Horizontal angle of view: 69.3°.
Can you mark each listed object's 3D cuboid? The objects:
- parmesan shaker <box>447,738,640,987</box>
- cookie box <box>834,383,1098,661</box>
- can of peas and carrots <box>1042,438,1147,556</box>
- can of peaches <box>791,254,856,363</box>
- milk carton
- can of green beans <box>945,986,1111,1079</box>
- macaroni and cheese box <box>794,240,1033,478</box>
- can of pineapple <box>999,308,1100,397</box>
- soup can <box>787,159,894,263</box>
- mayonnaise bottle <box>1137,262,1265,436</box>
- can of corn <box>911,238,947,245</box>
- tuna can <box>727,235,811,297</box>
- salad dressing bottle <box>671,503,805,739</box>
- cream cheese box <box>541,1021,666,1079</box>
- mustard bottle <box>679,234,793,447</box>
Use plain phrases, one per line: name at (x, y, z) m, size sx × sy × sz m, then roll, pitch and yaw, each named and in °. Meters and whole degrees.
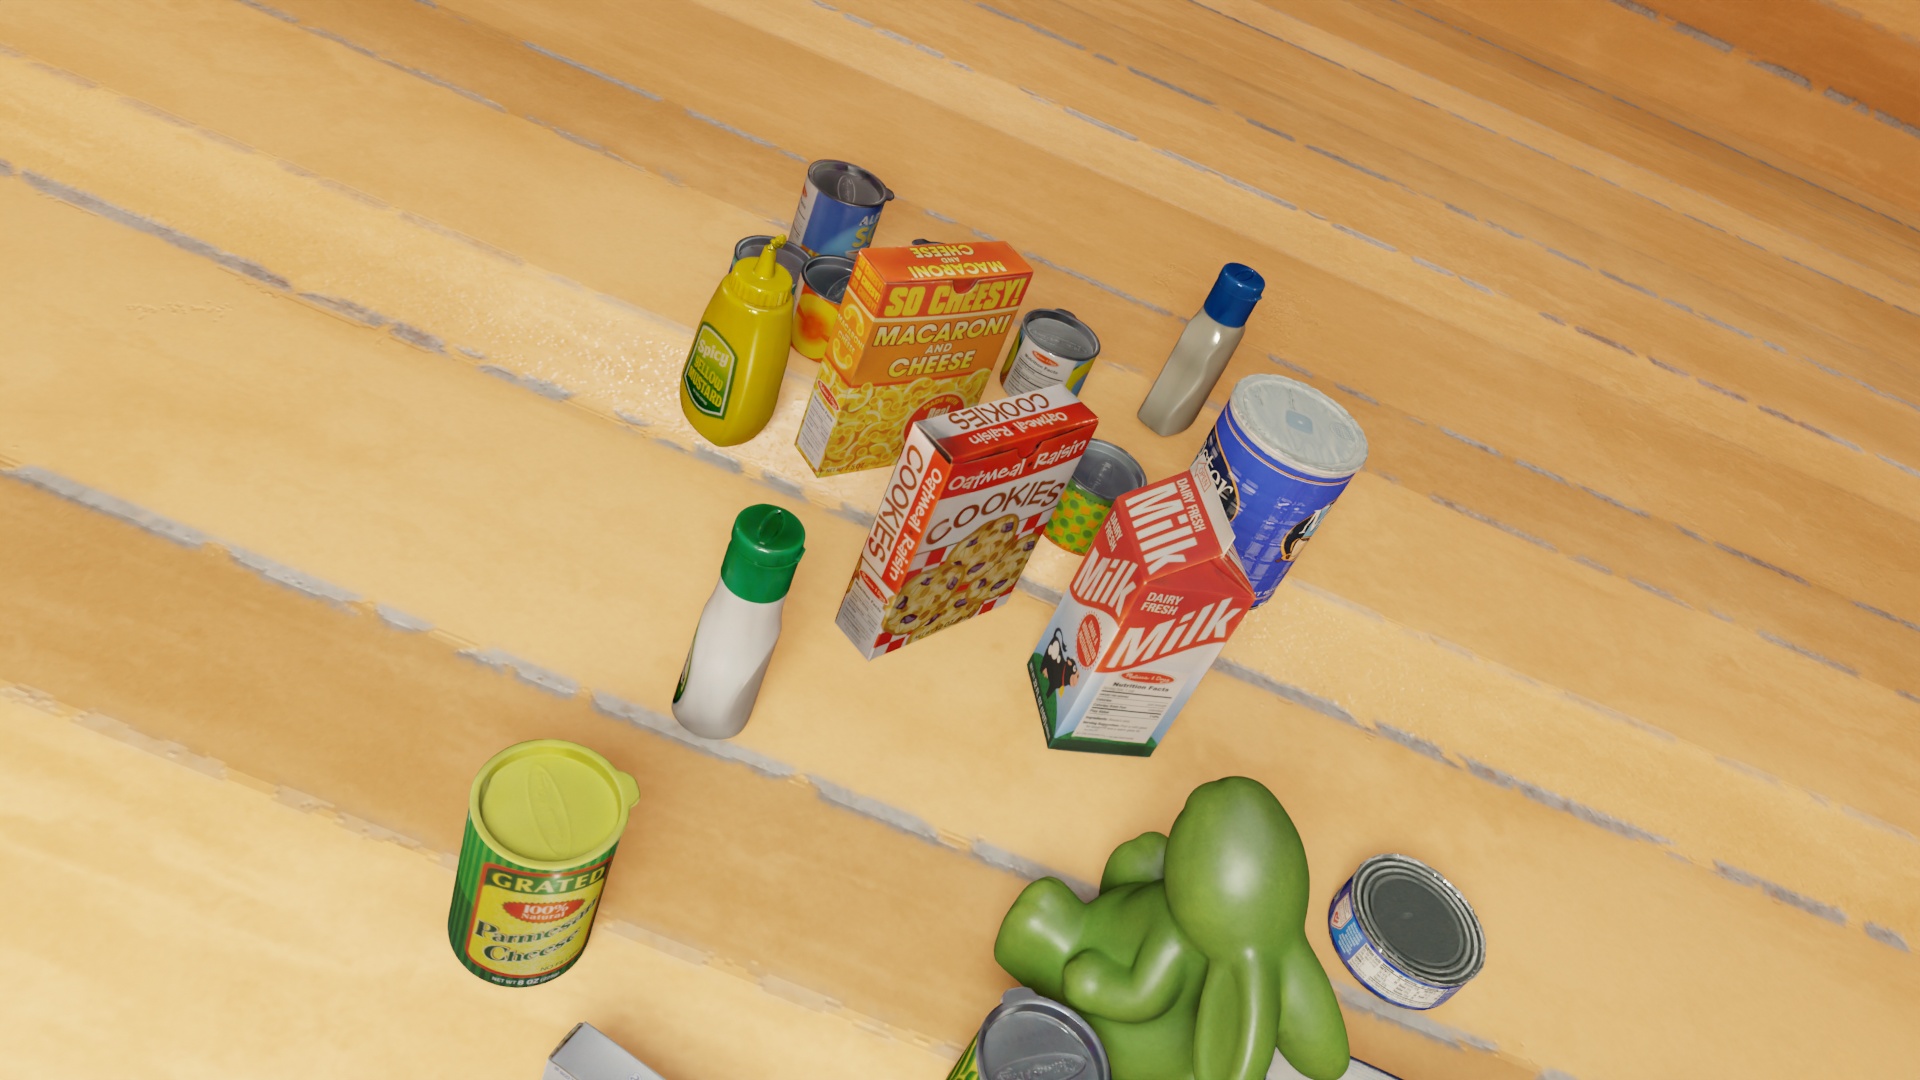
parmesan shaker at (-0.188, 0.146, 0.622) m, size 0.071 × 0.102 × 0.072 m, roll 14°, pitch 40°, yaw -12°
cookie box at (0.003, -0.011, 0.843) m, size 0.123 × 0.166 × 0.040 m, roll -20°, pitch 56°, yaw -40°
can of peas and carrots at (0.090, -0.032, 0.996) m, size 0.071 × 0.058 × 0.071 m, roll 14°, pitch 40°, yaw -12°
can of peaches at (-0.094, -0.174, 1.061) m, size 0.071 × 0.057 × 0.071 m, roll 14°, pitch 40°, yaw -12°
milk carton at (0.111, 0.041, 0.822) m, size 0.073 × 0.189 × 0.073 m, roll 8°, pitch 42°, yaw -19°
can of green beans at (0.029, 0.256, 0.646) m, size 0.071 × 0.057 × 0.071 m, roll 14°, pitch 40°, yaw -12°
macaroni and cheese box at (-0.033, -0.123, 0.950) m, size 0.124 × 0.165 × 0.040 m, roll -12°, pitch 52°, yaw -36°
can of pineapple at (0.072, -0.144, 1.112) m, size 0.071 × 0.057 × 0.071 m, roll 14°, pitch 40°, yaw -12°
soup can at (-0.100, -0.254, 1.127) m, size 0.071 × 0.083 × 0.072 m, roll 14°, pitch 40°, yaw -12°
mayonnaise bottle at (0.195, -0.153, 1.114) m, size 0.041 × 0.147 × 0.065 m, roll 41°, pitch 42°, yaw 18°
can of corn at (-0.020, -0.202, 1.129) m, size 0.071 × 0.058 × 0.071 m, roll 14°, pitch 40°, yaw -12°
tuna can at (-0.148, -0.206, 1.089) m, size 0.071 × 0.032 × 0.071 m, roll 14°, pitch 40°, yaw -12°
salad dressing bottle at (-0.117, 0.044, 0.736) m, size 0.044 × 0.146 × 0.064 m, roll 23°, pitch 39°, yaw -2°
cream cheese box at (-0.128, 0.249, 0.577) m, size 0.104 × 0.053 × 0.024 m, roll 32°, pitch 40°, yaw 9°
mustard bottle at (-0.142, -0.136, 0.914) m, size 0.049 × 0.159 × 0.065 m, roll -24°, pitch 59°, yaw -43°
